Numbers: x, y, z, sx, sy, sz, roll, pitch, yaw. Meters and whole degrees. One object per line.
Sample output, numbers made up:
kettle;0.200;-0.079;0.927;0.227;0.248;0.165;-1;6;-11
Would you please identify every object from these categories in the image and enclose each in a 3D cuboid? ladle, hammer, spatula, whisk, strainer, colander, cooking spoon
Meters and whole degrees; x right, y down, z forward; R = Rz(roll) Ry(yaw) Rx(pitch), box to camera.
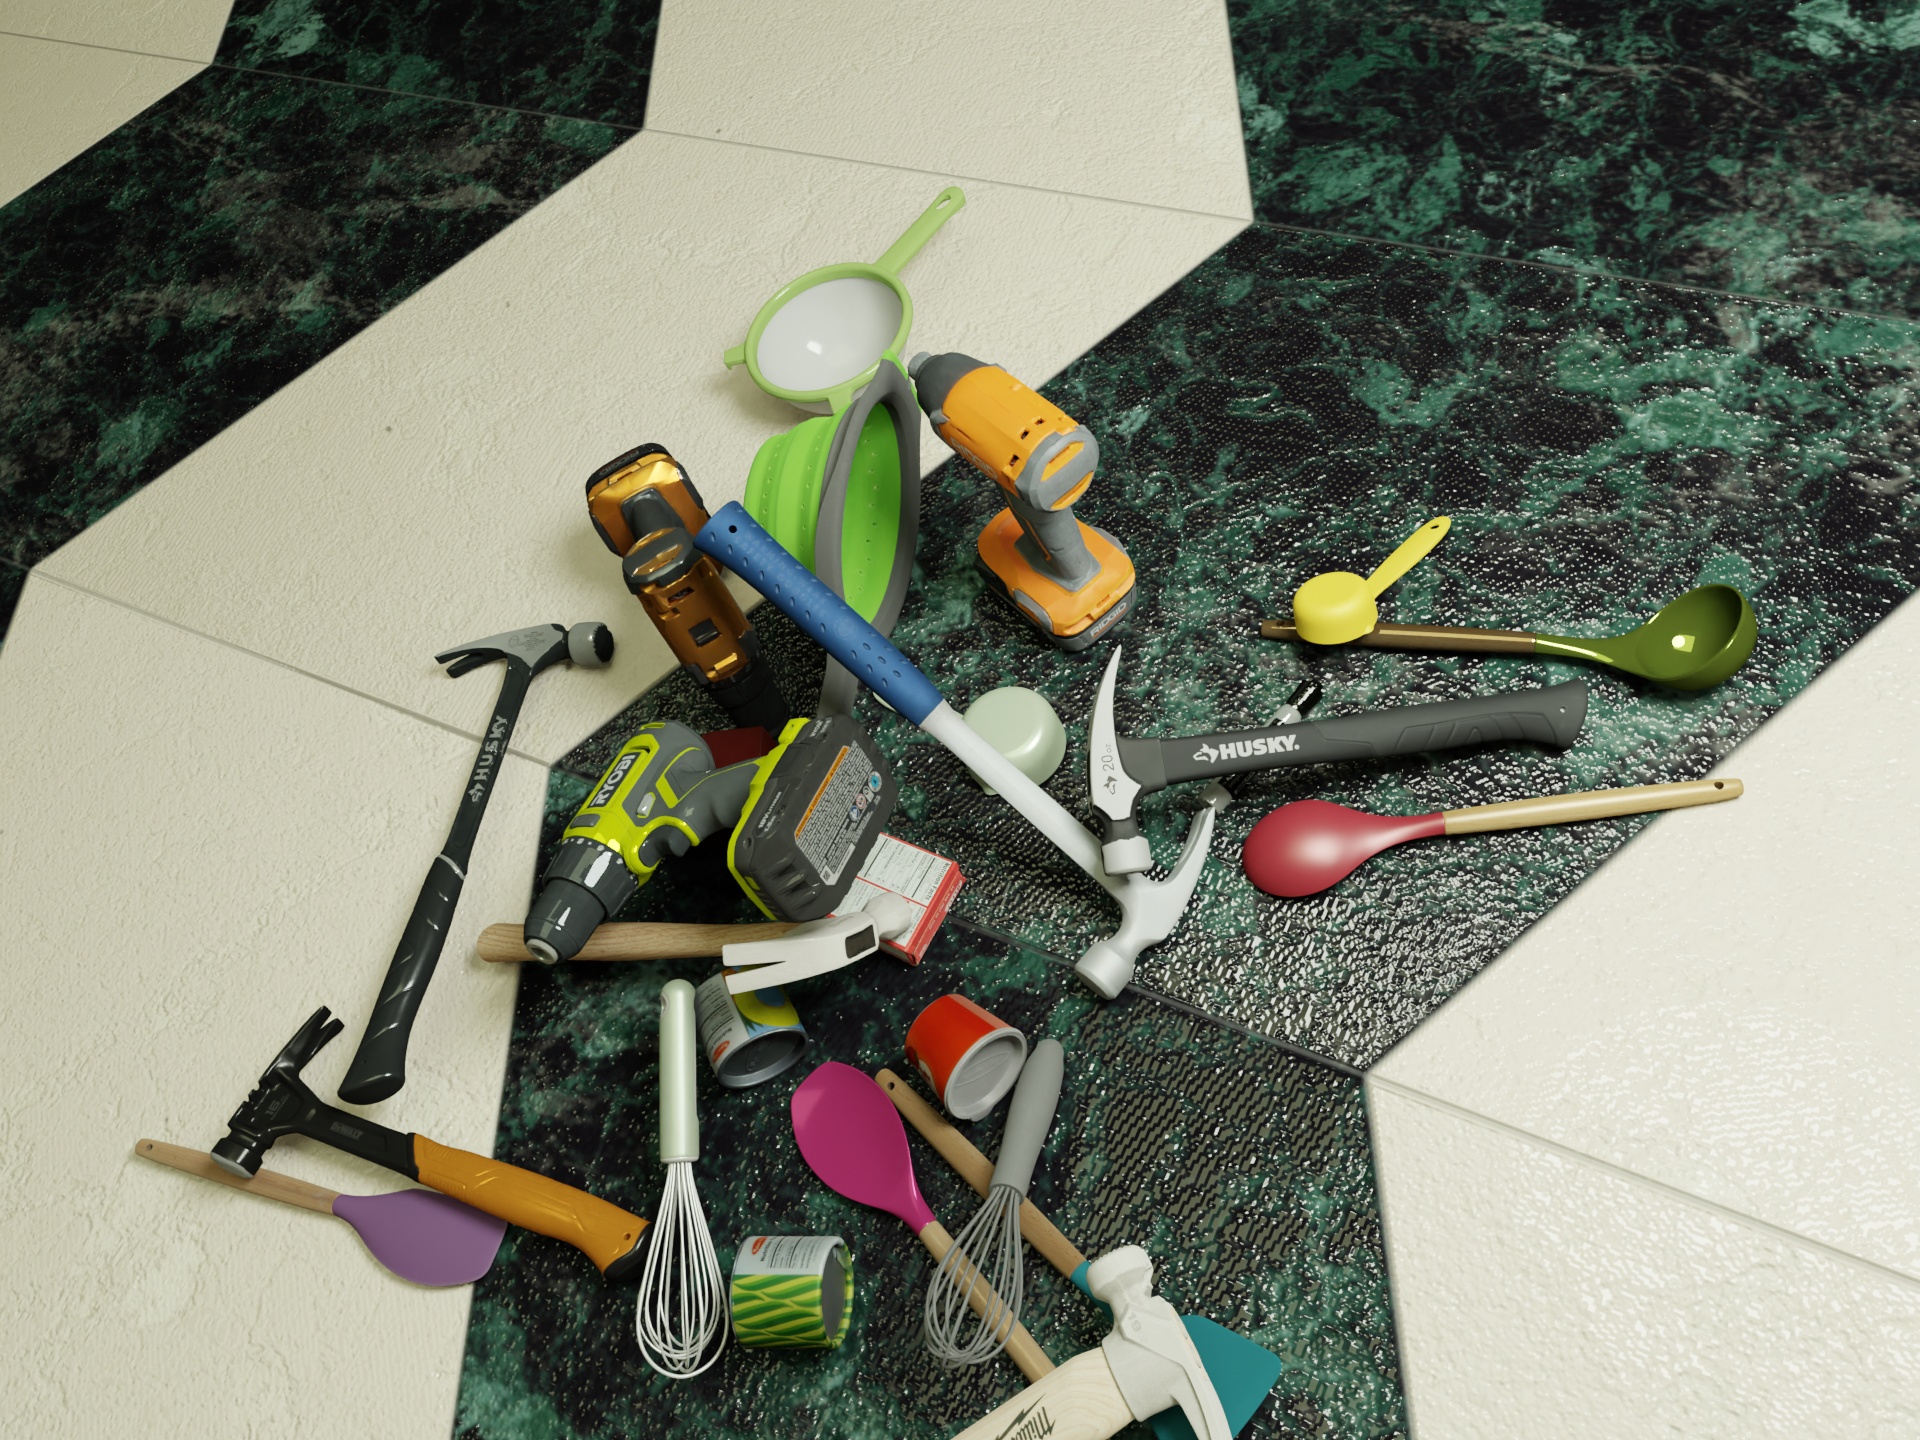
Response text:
ladle;0.363;-0.063;1.081;0.320;0.062;0.078;5;50;22
hammer;-0.349;0.300;1.091;0.337;0.034;0.127;14;55;21
spatula;0.052;0.312;0.964;0.318;0.044;0.082;37;80;32
whisk;-0.179;0.290;1.020;0.059;0.058;0.246;4;72;-24
hammer;-0.385;0.093;1.206;0.149;0.036;0.409;-2;55;18
hammer;-0.205;0.152;1.091;0.331;0.130;0.031;-5;97;30
spatula;-0.459;0.337;1.118;0.316;0.018;0.060;9;59;20
hammer;-0.043;0.458;0.886;0.410;0.038;0.146;-31;54;5
strainer;-0.072;-0.353;1.372;0.152;0.069;0.256;29;72;31
ladle;0.340;0.065;1.032;0.315;0.031;0.069;-9;58;10
colander;-0.114;-0.074;1.162;0.094;0.204;0.397;7;78;13
cooking spoon;-0.005;0.334;0.983;0.069;0.017;0.319;-45;58;-1
hammer;-0.008;-0.002;1.055;0.405;0.035;0.144;42;75;0
hammer;0.246;0.007;1.040;0.334;0.035;0.146;-8;80;-3
whisk;0.027;0.279;0.946;0.055;0.055;0.239;2;37;18

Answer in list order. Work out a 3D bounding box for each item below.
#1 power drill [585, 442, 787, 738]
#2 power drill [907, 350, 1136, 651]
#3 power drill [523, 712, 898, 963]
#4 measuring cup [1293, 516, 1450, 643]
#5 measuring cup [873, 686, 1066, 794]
power drill;-0.206;-0.097;1.227;0.084;0.185;0.226;-31;38;-2
power drill;0.040;-0.163;1.133;0.084;0.226;0.164;-41;58;-9
power drill;-0.171;0.077;1.037;0.228;0.080;0.191;-6;41;36
measuring cup;0.295;-0.110;1.127;0.156;0.029;0.062;-40;38;-21
measuring cup;-0.002;-0.004;1.166;0.168;0.038;0.083;22;69;28
